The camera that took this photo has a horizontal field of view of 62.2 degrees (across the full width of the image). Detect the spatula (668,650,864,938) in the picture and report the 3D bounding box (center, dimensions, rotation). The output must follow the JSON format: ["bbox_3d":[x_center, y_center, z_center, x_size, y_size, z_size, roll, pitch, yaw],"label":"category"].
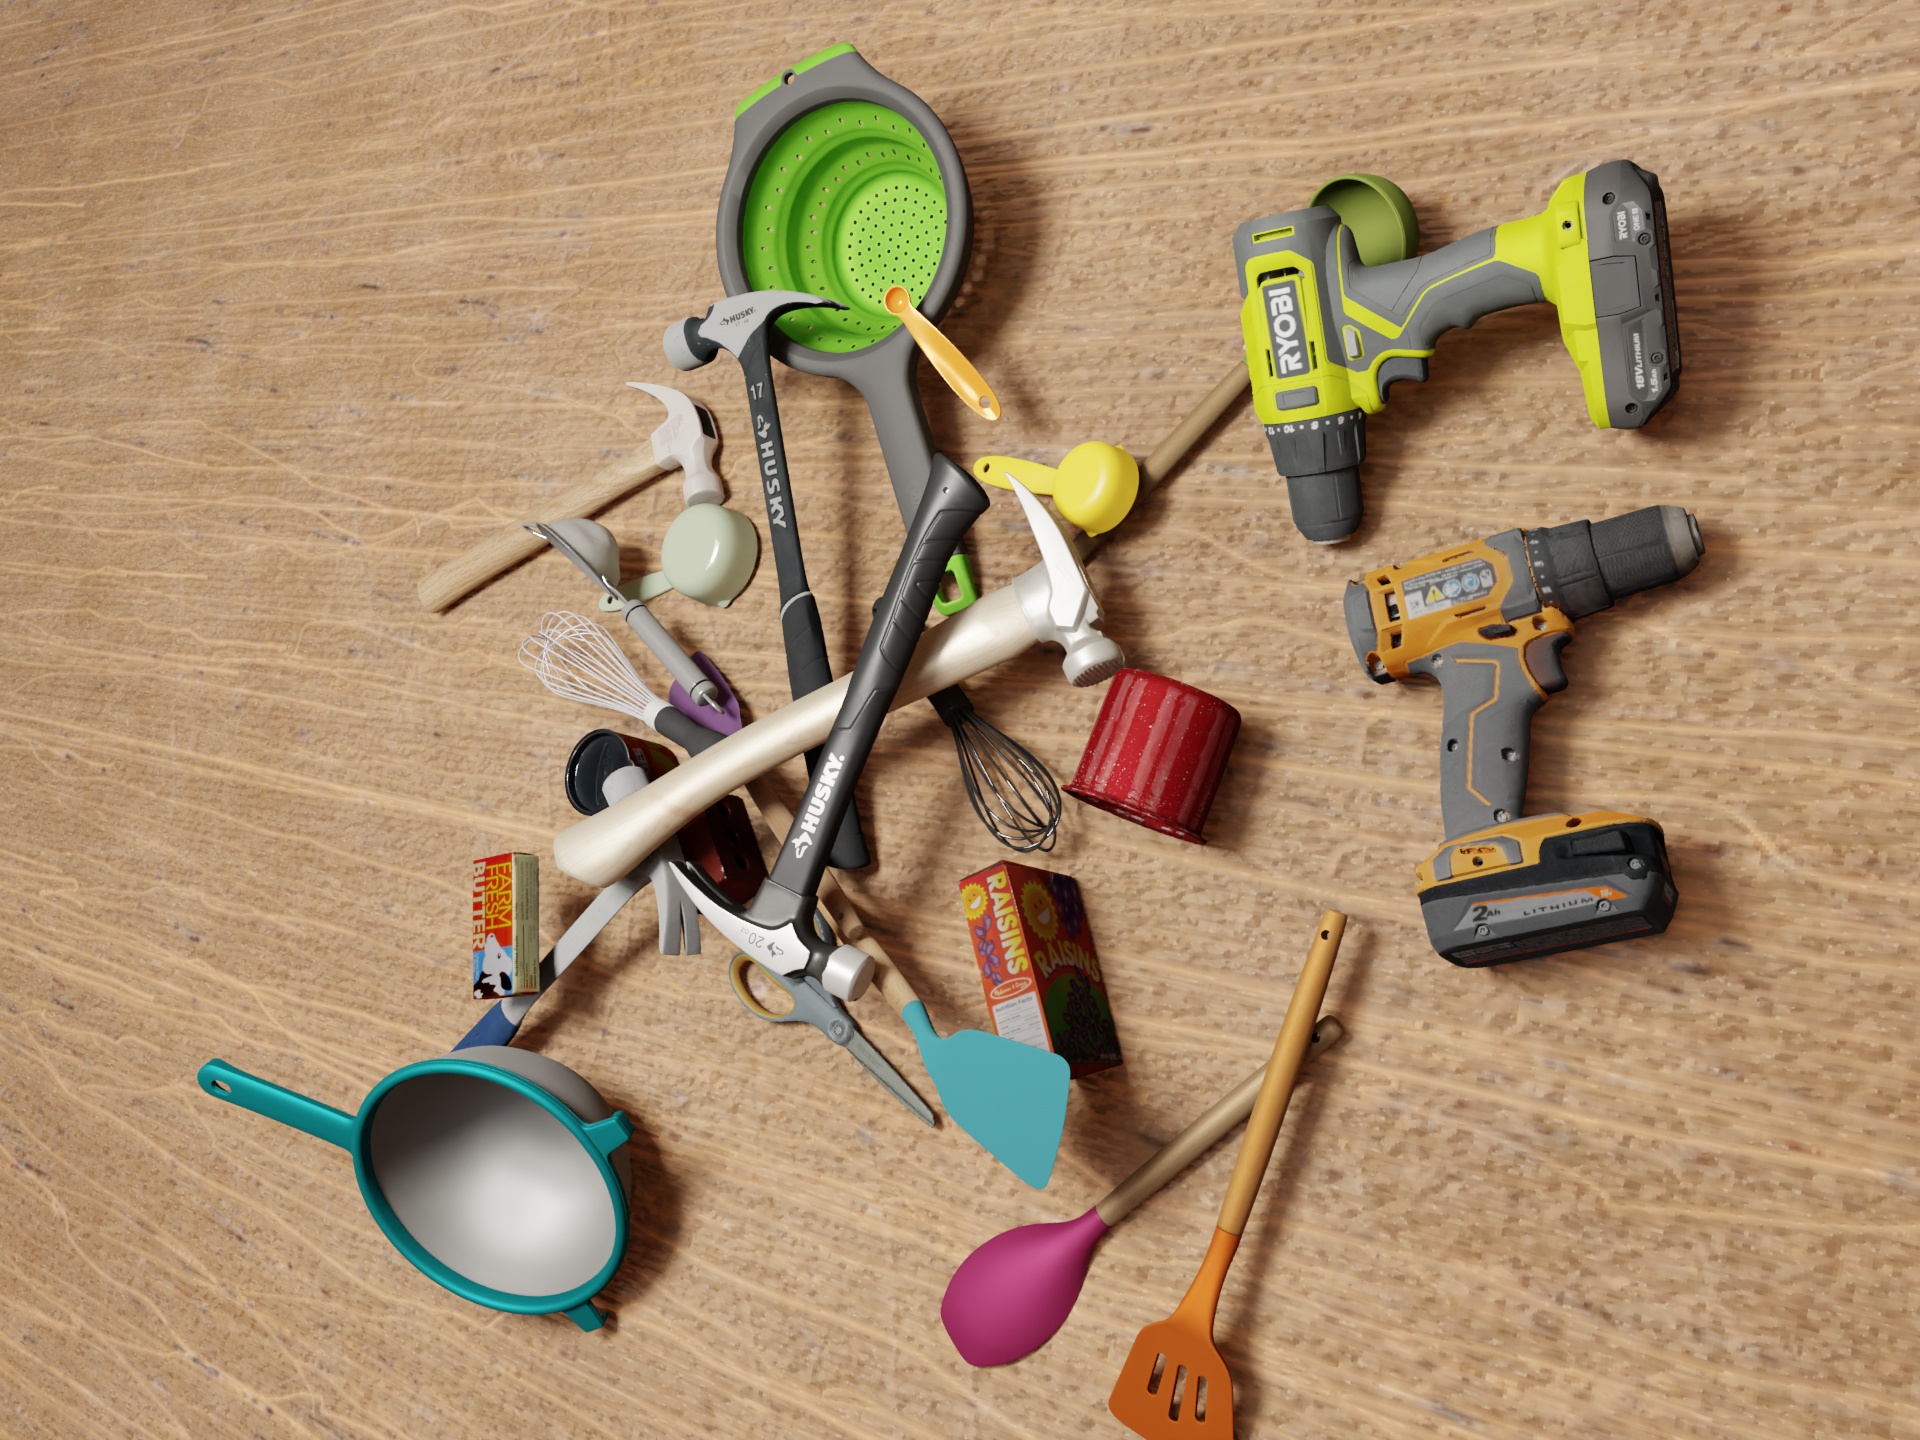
[{"bbox_3d":[-0.142,0.050,1.122,0.059,0.018,0.316,-54,45,12],"label":"spatula"}]

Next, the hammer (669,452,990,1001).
[{"bbox_3d":[-0.066,-0.007,0.990,0.146,0.035,0.335,23,93,21],"label":"hammer"}]

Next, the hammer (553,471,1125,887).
[{"bbox_3d":[-0.100,-0.008,1.046,0.410,0.038,0.146,-28,70,15],"label":"hammer"}]

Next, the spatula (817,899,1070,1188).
[{"bbox_3d":[-0.029,0.168,0.984,0.318,0.044,0.082,40,125,58],"label":"spatula"}]

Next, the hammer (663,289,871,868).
[{"bbox_3d":[-0.112,-0.099,1.101,0.149,0.036,0.409,-13,86,35],"label":"hammer"}]

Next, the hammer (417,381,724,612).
[{"bbox_3d":[-0.333,-0.173,1.321,0.331,0.031,0.130,-24,67,26],"label":"hammer"}]

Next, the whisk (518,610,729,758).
[{"bbox_3d":[-0.241,-0.016,1.192,0.285,0.070,0.070,29,95,39],"label":"whisk"}]

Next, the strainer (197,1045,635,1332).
[{"bbox_3d":[-0.375,0.290,1.143,0.340,0.095,0.211,17,116,10],"label":"strainer"}]

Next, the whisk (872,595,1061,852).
[{"bbox_3d":[-0.001,-0.003,1.059,0.055,0.055,0.239,-46,54,16],"label":"whisk"}]

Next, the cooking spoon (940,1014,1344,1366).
[{"bbox_3d":[0.102,0.276,0.936,0.319,0.017,0.069,-45,62,16],"label":"cooking spoon"}]

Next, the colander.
[{"bbox_3d":[-0.043,-0.268,1.133,0.204,0.094,0.397,-18,87,28],"label":"colander"}]

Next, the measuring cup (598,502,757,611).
[{"bbox_3d":[-0.232,-0.117,1.237,0.167,0.038,0.083,-17,70,30],"label":"measuring cup"}]

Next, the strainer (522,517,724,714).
[{"bbox_3d":[-0.250,-0.088,1.209,0.050,0.086,0.259,-41,62,-5],"label":"strainer"}]

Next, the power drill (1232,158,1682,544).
[{"bbox_3d":[0.272,-0.203,0.887,0.228,0.080,0.190,-4,105,30],"label":"power drill"}]

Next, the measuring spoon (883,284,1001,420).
[{"bbox_3d":[-0.010,-0.245,1.061,0.021,0.011,0.117,-43,82,25],"label":"measuring spoon"}]

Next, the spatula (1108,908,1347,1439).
[{"bbox_3d":[0.160,0.260,0.886,0.081,0.041,0.322,19,89,31],"label":"spatula"}]

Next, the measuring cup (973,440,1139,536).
[{"bbox_3d":[0.052,-0.162,1.052,0.157,0.029,0.062,20,93,47],"label":"measuring cup"}]

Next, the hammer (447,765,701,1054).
[{"bbox_3d":[-0.328,0.216,1.186,0.405,0.035,0.144,-46,57,25],"label":"hammer"}]

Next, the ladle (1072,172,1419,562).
[{"bbox_3d":[0.159,-0.204,0.995,0.320,0.062,0.078,-46,67,18],"label":"ladle"}]

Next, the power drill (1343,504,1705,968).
[{"bbox_3d":[0.311,0.001,0.834,0.185,0.084,0.226,-17,65,27],"label":"power drill"}]
